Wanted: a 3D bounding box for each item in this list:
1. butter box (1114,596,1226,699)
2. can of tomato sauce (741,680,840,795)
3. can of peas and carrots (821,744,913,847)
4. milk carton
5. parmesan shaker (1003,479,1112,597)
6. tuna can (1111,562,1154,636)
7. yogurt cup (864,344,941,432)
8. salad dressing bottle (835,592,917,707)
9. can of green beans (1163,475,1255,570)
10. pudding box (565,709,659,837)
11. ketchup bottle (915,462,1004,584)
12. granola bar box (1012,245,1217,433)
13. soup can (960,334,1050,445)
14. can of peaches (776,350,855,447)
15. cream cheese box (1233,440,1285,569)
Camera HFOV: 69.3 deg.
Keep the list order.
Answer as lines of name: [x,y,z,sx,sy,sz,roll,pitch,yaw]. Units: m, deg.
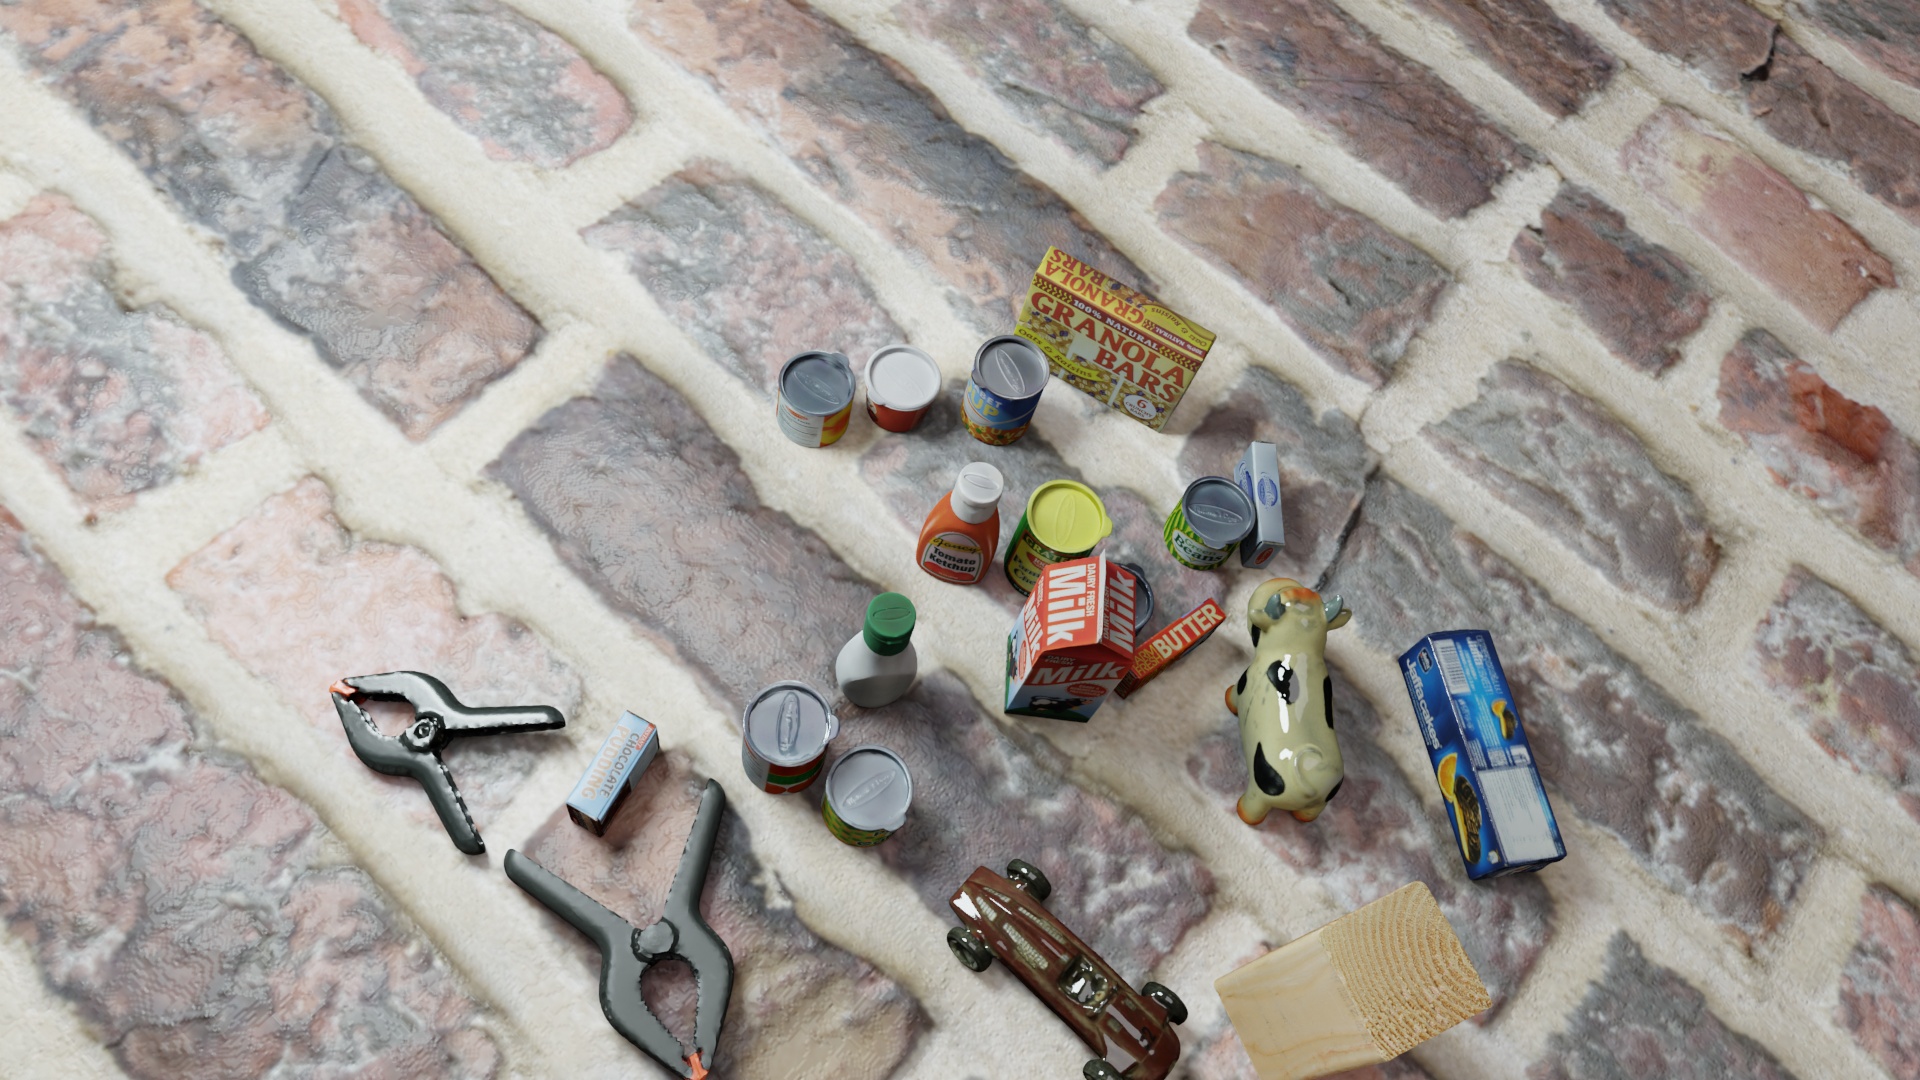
butter box: [0.172,0.091,1.163,0.104,0.053,0.024,-32,74,-23]
can of tomato sauce: [-0.131,0.152,1.059,0.071,0.082,0.071,4,63,-8]
can of peas and carrots: [-0.070,0.198,1.061,0.071,0.058,0.071,4,63,-8]
milk carton: [0.087,0.077,1.077,0.073,0.189,0.072,7,63,-7]
parmesan shaker: [0.080,0.003,1.161,0.071,0.102,0.071,4,64,-8]
tuna can: [0.130,0.053,1.185,0.071,0.032,0.071,4,63,-8]
yogurt cup: [-0.054,-0.132,1.231,0.072,0.053,0.072,4,63,-8]
salad dressing bottle: [-0.061,0.085,1.069,0.064,0.147,0.044,-6,65,-13]
can of green beans: [0.218,-0.014,1.221,0.071,0.057,0.071,4,63,-8]
pudding box: [-0.260,0.175,1.042,0.030,0.049,0.084,27,62,3]
ketchup bottle: [0.004,-0.014,1.130,0.065,0.148,0.044,18,62,-2]
granola bar box: [0.133,-0.178,1.249,0.165,0.123,0.039,29,63,5]
soup can: [0.036,-0.131,1.231,0.071,0.083,0.071,4,63,-8]
can of peaches: [-0.125,-0.124,1.211,0.071,0.057,0.071,4,63,-8]
cream cheese box: [0.266,-0.032,1.241,0.024,0.053,0.104,6,63,-8]
